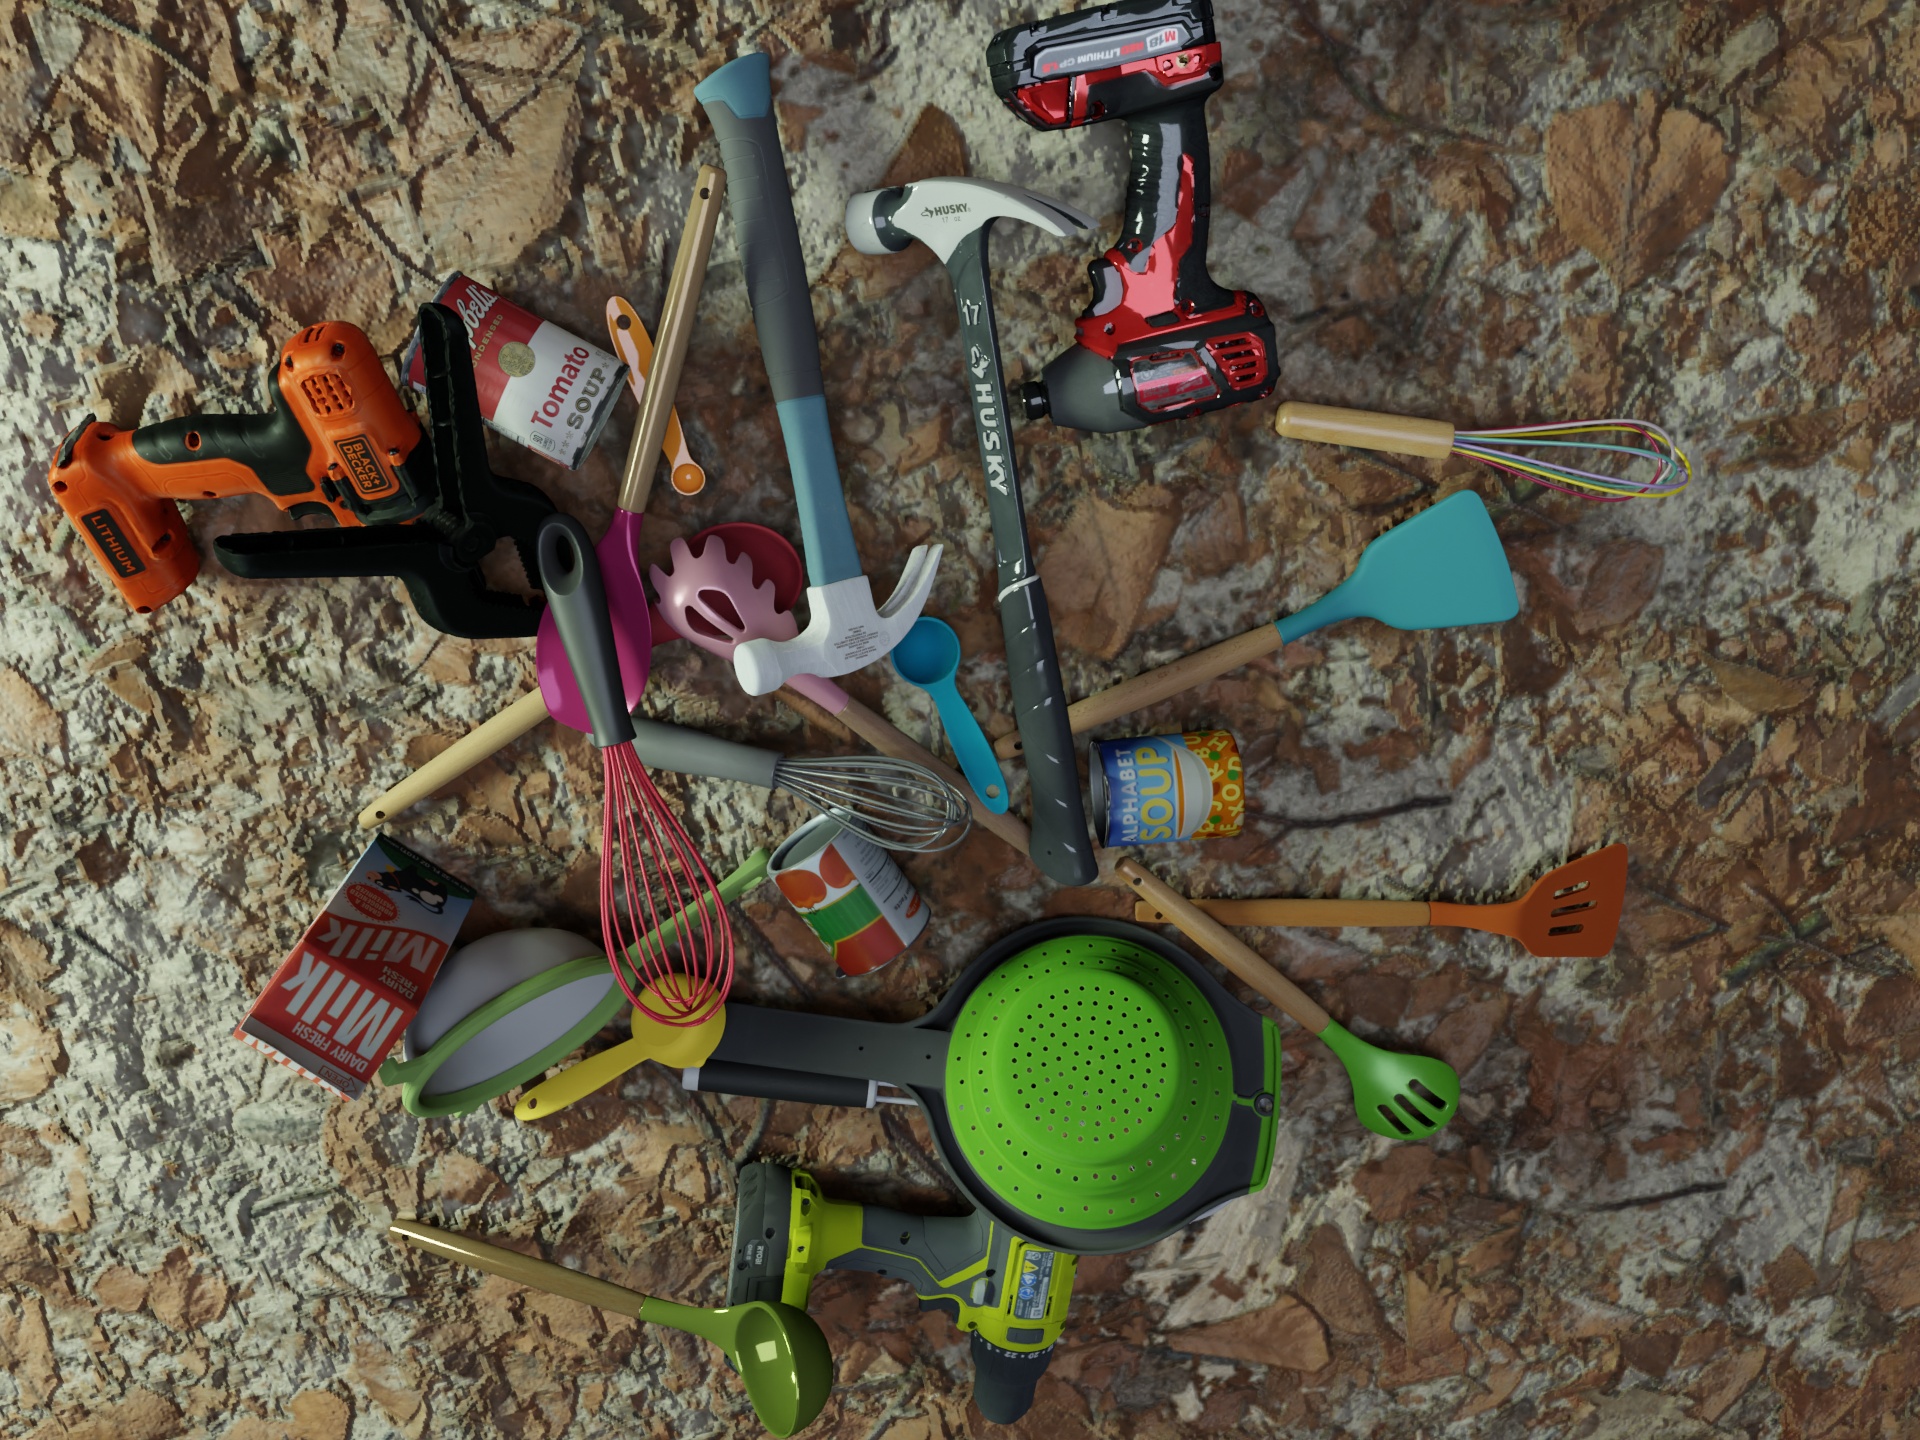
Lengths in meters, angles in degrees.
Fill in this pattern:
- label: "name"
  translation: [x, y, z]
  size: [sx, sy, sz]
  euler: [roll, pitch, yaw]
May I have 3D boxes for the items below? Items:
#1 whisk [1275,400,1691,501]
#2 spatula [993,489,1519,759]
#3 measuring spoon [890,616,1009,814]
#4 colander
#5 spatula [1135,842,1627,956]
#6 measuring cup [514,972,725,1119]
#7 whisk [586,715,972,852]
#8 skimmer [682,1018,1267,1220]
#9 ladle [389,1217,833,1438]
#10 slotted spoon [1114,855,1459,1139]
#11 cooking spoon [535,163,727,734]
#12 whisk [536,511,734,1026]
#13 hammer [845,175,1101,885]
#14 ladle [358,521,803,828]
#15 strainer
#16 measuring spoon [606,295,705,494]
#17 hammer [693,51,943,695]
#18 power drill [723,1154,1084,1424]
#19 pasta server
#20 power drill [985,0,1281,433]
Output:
- label: "whisk"
  translation: [0.305, -0.162, 0.927]
  size: [0.245, 0.051, 0.047]
  euler: [7, 86, -2]
- label: "spatula"
  translation: [0.167, -0.041, 0.949]
  size: [0.317, 0.044, 0.082]
  euler: [-23, 103, 5]
- label: "measuring spoon"
  translation: [-0.002, -0.003, 0.951]
  size: [0.042, 0.021, 0.128]
  euler: [-24, 97, 8]
- label: "colander"
  translation: [-0.005, 0.200, 0.952]
  size: [0.397, 0.094, 0.205]
  euler: [6, 71, 7]
- label: "spatula"
  translation: [0.273, 0.120, 1.021]
  size: [0.322, 0.041, 0.081]
  euler: [1, 108, 0]
- label: "measuring cup"
  translation: [-0.218, 0.207, 0.984]
  size: [0.156, 0.062, 0.029]
  euler: [-30, 152, 8]
- label: "whisk"
  translation: [-0.109, 0.032, 0.929]
  size: [0.239, 0.055, 0.055]
  euler: [13, 107, 10]
- label: "skimmer"
  translation: [0.005, 0.238, 1.004]
  size: [0.363, 0.090, 0.127]
  euler: [6, 78, -4]
- label: "ladle"
  translation: [-0.226, 0.365, 0.991]
  size: [0.320, 0.062, 0.078]
  euler: [11, 105, 16]
- label: "slotted spoon"
  translation: [0.212, 0.182, 1.021]
  size: [0.313, 0.031, 0.070]
  euler: [39, 107, -18]
- label: "cooking spoon"
  translation: [-0.172, -0.139, 0.861]
  size: [0.069, 0.017, 0.318]
  euler: [21, 109, 6]
- label: "whisk"
  translation: [-0.184, 0.030, 0.879]
  size: [0.073, 0.073, 0.296]
  euler: [-14, 98, 0]
- label: "hammer"
  translation: [0.035, -0.093, 0.888]
  size: [0.036, 0.149, 0.408]
  euler: [-31, 118, -42]
- label: "ladle"
  translation: [-0.228, -0.021, 0.937]
  size: [0.315, 0.031, 0.069]
  euler: [-32, 112, 8]
- label: "strainer"
  translation: [-0.233, 0.137, 0.962]
  size: [0.256, 0.151, 0.069]
  euler: [-35, 73, -12]
- label: "measuring spoon"
  translation: [-0.172, -0.183, 0.899]
  size: [0.021, 0.011, 0.117]
  euler: [-20, 105, 5]
- label: "hammer"
  translation: [-0.091, -0.188, 0.862]
  size: [0.128, 0.033, 0.331]
  euler: [-16, 101, -28]
- label: "power drill"
  translation: [-0.039, 0.379, 1.054]
  size: [0.228, 0.080, 0.190]
  euler: [6, 107, -9]
- label: "pasta server"
  translation: [-0.051, 0.002, 0.940]
  size: [0.316, 0.040, 0.060]
  euler: [37, 107, -25]
- label: "power drill"
  translation: [0.086, -0.266, 0.857]
  size: [0.143, 0.079, 0.219]
  euler: [-14, 111, 1]
